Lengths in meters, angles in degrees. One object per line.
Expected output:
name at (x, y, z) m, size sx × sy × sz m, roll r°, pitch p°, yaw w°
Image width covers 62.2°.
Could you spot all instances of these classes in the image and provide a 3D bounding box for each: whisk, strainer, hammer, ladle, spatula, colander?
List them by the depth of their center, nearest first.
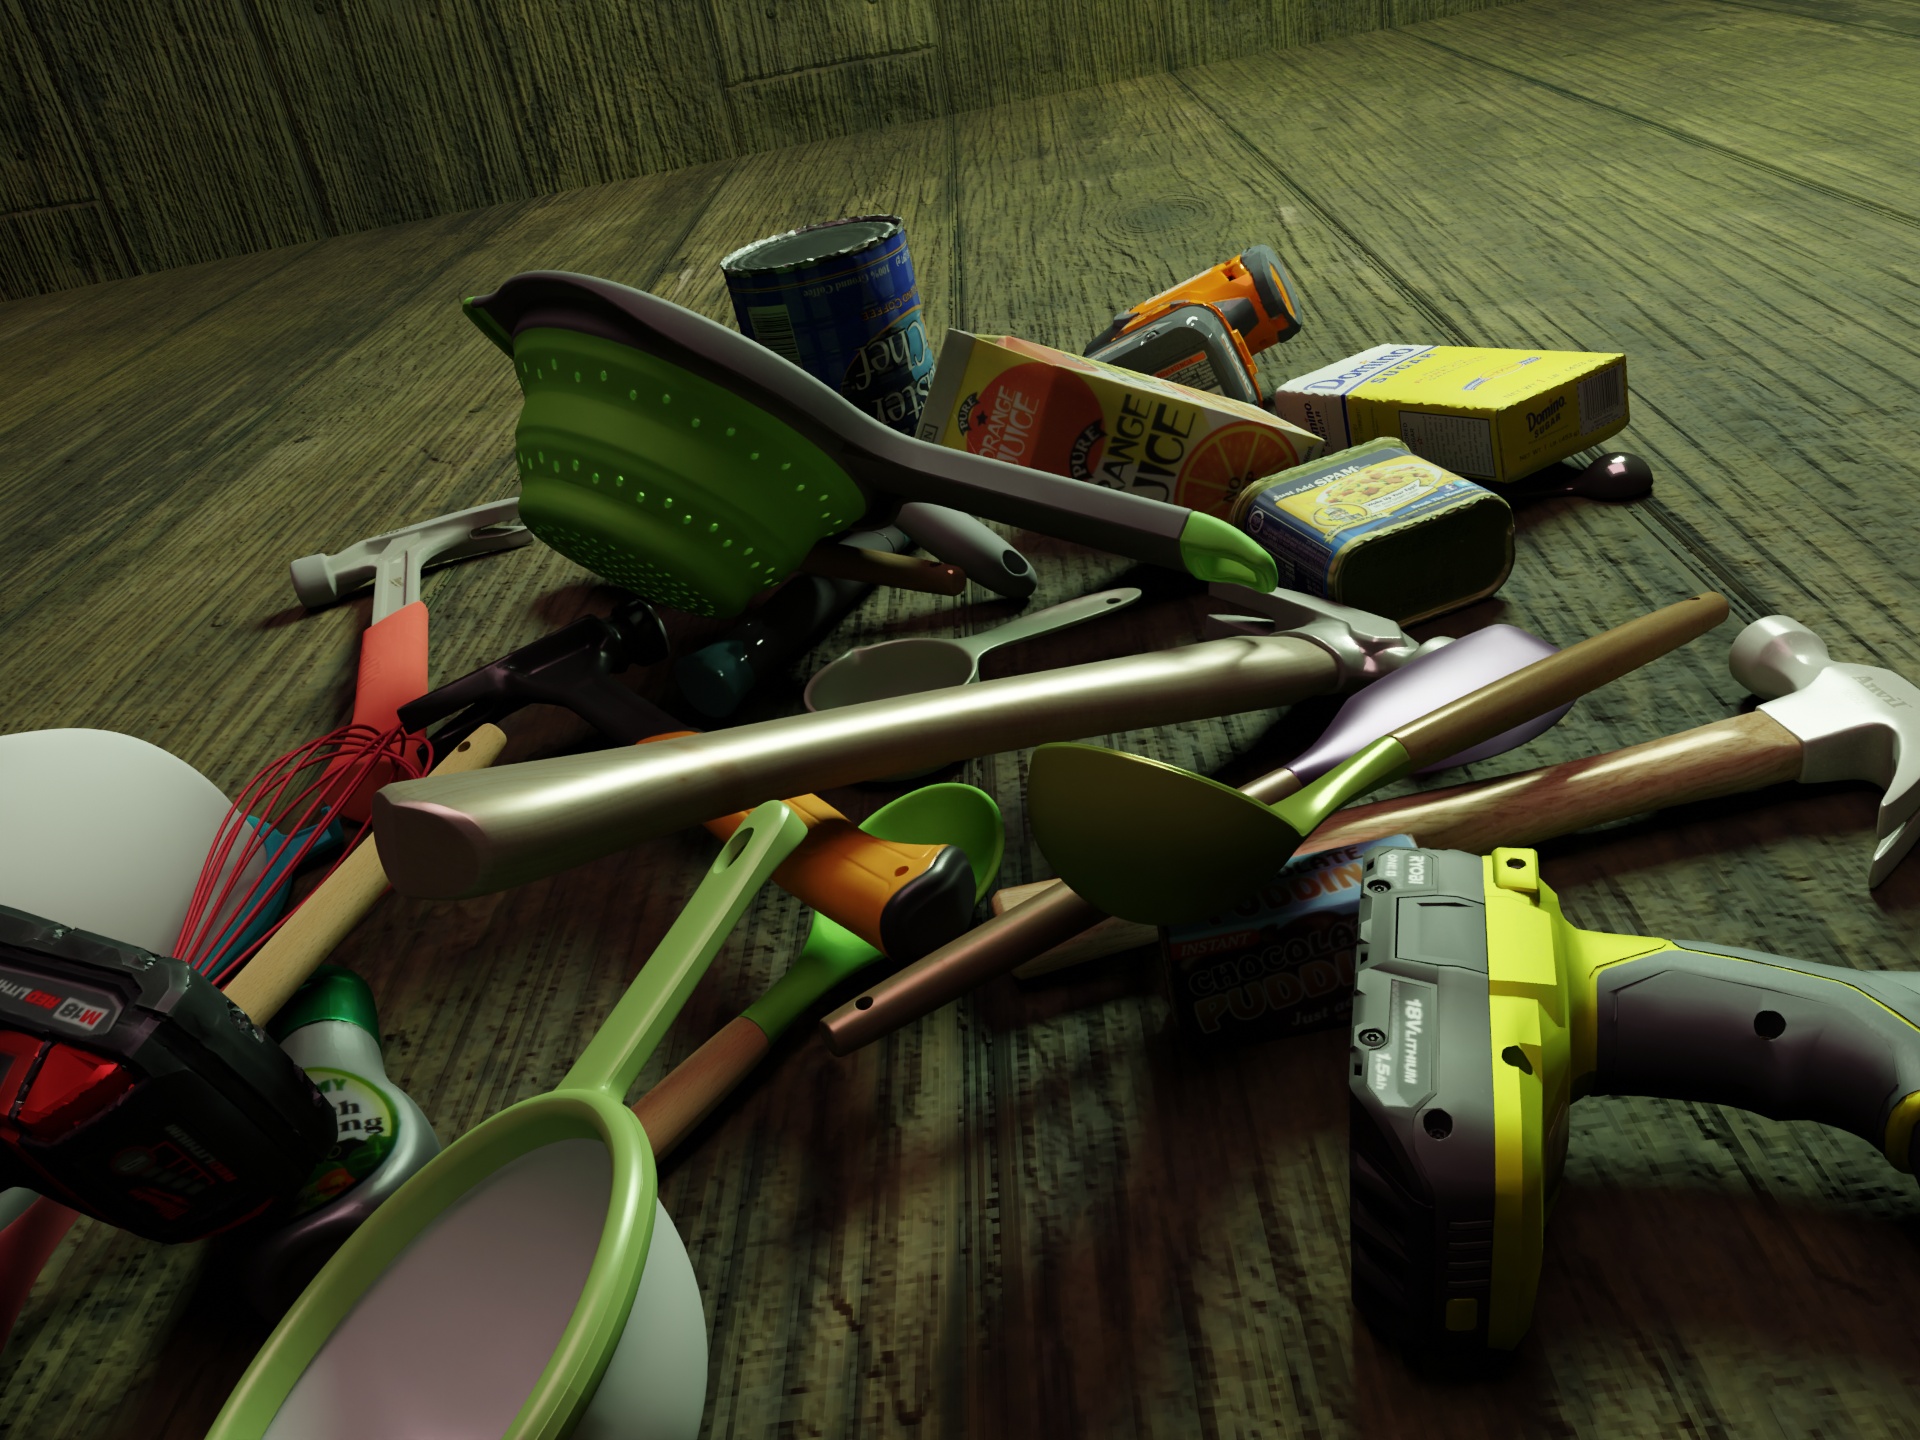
strainer at (-0.088, 0.130, 0.400) m, size 0.151 × 0.069 × 0.256 m, roll -19°, pitch 30°, yaw 43°
ladle at (-0.250, 0.111, 0.510) m, size 0.069 × 0.031 × 0.315 m, roll 13°, pitch 50°, yaw 29°
ladle at (0.156, -0.008, 0.520) m, size 0.320 × 0.062 × 0.078 m, roll -20°, pitch 12°, yaw -31°
spatula at (0.093, 0.034, 0.533) m, size 0.316 × 0.018 × 0.060 m, roll -25°, pitch 41°, yaw -23°
hammer at (0.175, 0.037, 0.548) m, size 0.331 × 0.031 × 0.130 m, roll -14°, pitch 27°, yaw -3°
hammer at (-0.001, -0.002, 0.574) m, size 0.410 × 0.038 × 0.146 m, roll -11°, pitch 22°, yaw -33°
whisk at (-0.283, 0.098, 0.591) m, size 0.073 × 0.073 × 0.296 m, roll -1°, pitch 37°, yaw 20°
hammer at (-0.110, 0.022, 0.624) m, size 0.127 × 0.034 × 0.337 m, roll -30°, pitch 31°, yaw -25°
strainer at (-0.457, 0.062, 0.678) m, size 0.340 × 0.095 × 0.211 m, roll 1°, pitch 31°, yaw 21°
colander at (-0.063, -0.085, 0.694) m, size 0.397 × 0.204 × 0.094 m, roll 19°, pitch 79°, yaw 24°
whisk at (-0.062, -0.132, 0.826) m, size 0.239 × 0.055 × 0.055 m, roll 34°, pitch 41°, yaw 6°
hammer at (-0.301, -0.042, 0.874) m, size 0.149 × 0.036 × 0.359 m, roll -17°, pitch 28°, yaw -10°
hammer at (-0.051, -0.094, 0.877) m, size 0.128 × 0.033 × 0.331 m, roll 4°, pitch 32°, yaw 29°

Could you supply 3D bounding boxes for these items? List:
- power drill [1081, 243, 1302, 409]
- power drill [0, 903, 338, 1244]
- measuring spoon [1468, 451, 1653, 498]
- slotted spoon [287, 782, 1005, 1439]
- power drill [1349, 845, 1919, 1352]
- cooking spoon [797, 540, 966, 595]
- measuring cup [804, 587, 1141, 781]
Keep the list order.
power drill at (0.114, -0.209, 0.962) m, size 0.164 × 0.084 × 0.227 m, roll -22°, pitch 18°, yaw 27°
power drill at (-0.254, 0.165, 0.379) m, size 0.188 × 0.080 × 0.227 m, roll 9°, pitch 51°, yaw 27°
measuring spoon at (0.288, -0.125, 0.816) m, size 0.124 × 0.018 × 0.034 m, roll 0°, pitch 30°, yaw 23°
slotted spoon at (-0.085, 0.116, 0.508) m, size 0.070 × 0.031 × 0.314 m, roll 11°, pitch 37°, yaw 37°
power drill at (0.209, 0.096, 0.380) m, size 0.223 × 0.080 × 0.171 m, roll 1°, pitch 30°, yaw 16°
cooking spoon at (-0.113, -0.094, 0.847) m, size 0.319 × 0.017 × 0.069 m, roll 15°, pitch 35°, yaw 43°
measuring cup at (0.012, -0.018, 0.708) m, size 0.167 × 0.038 × 0.083 m, roll -21°, pitch 29°, yaw -21°
